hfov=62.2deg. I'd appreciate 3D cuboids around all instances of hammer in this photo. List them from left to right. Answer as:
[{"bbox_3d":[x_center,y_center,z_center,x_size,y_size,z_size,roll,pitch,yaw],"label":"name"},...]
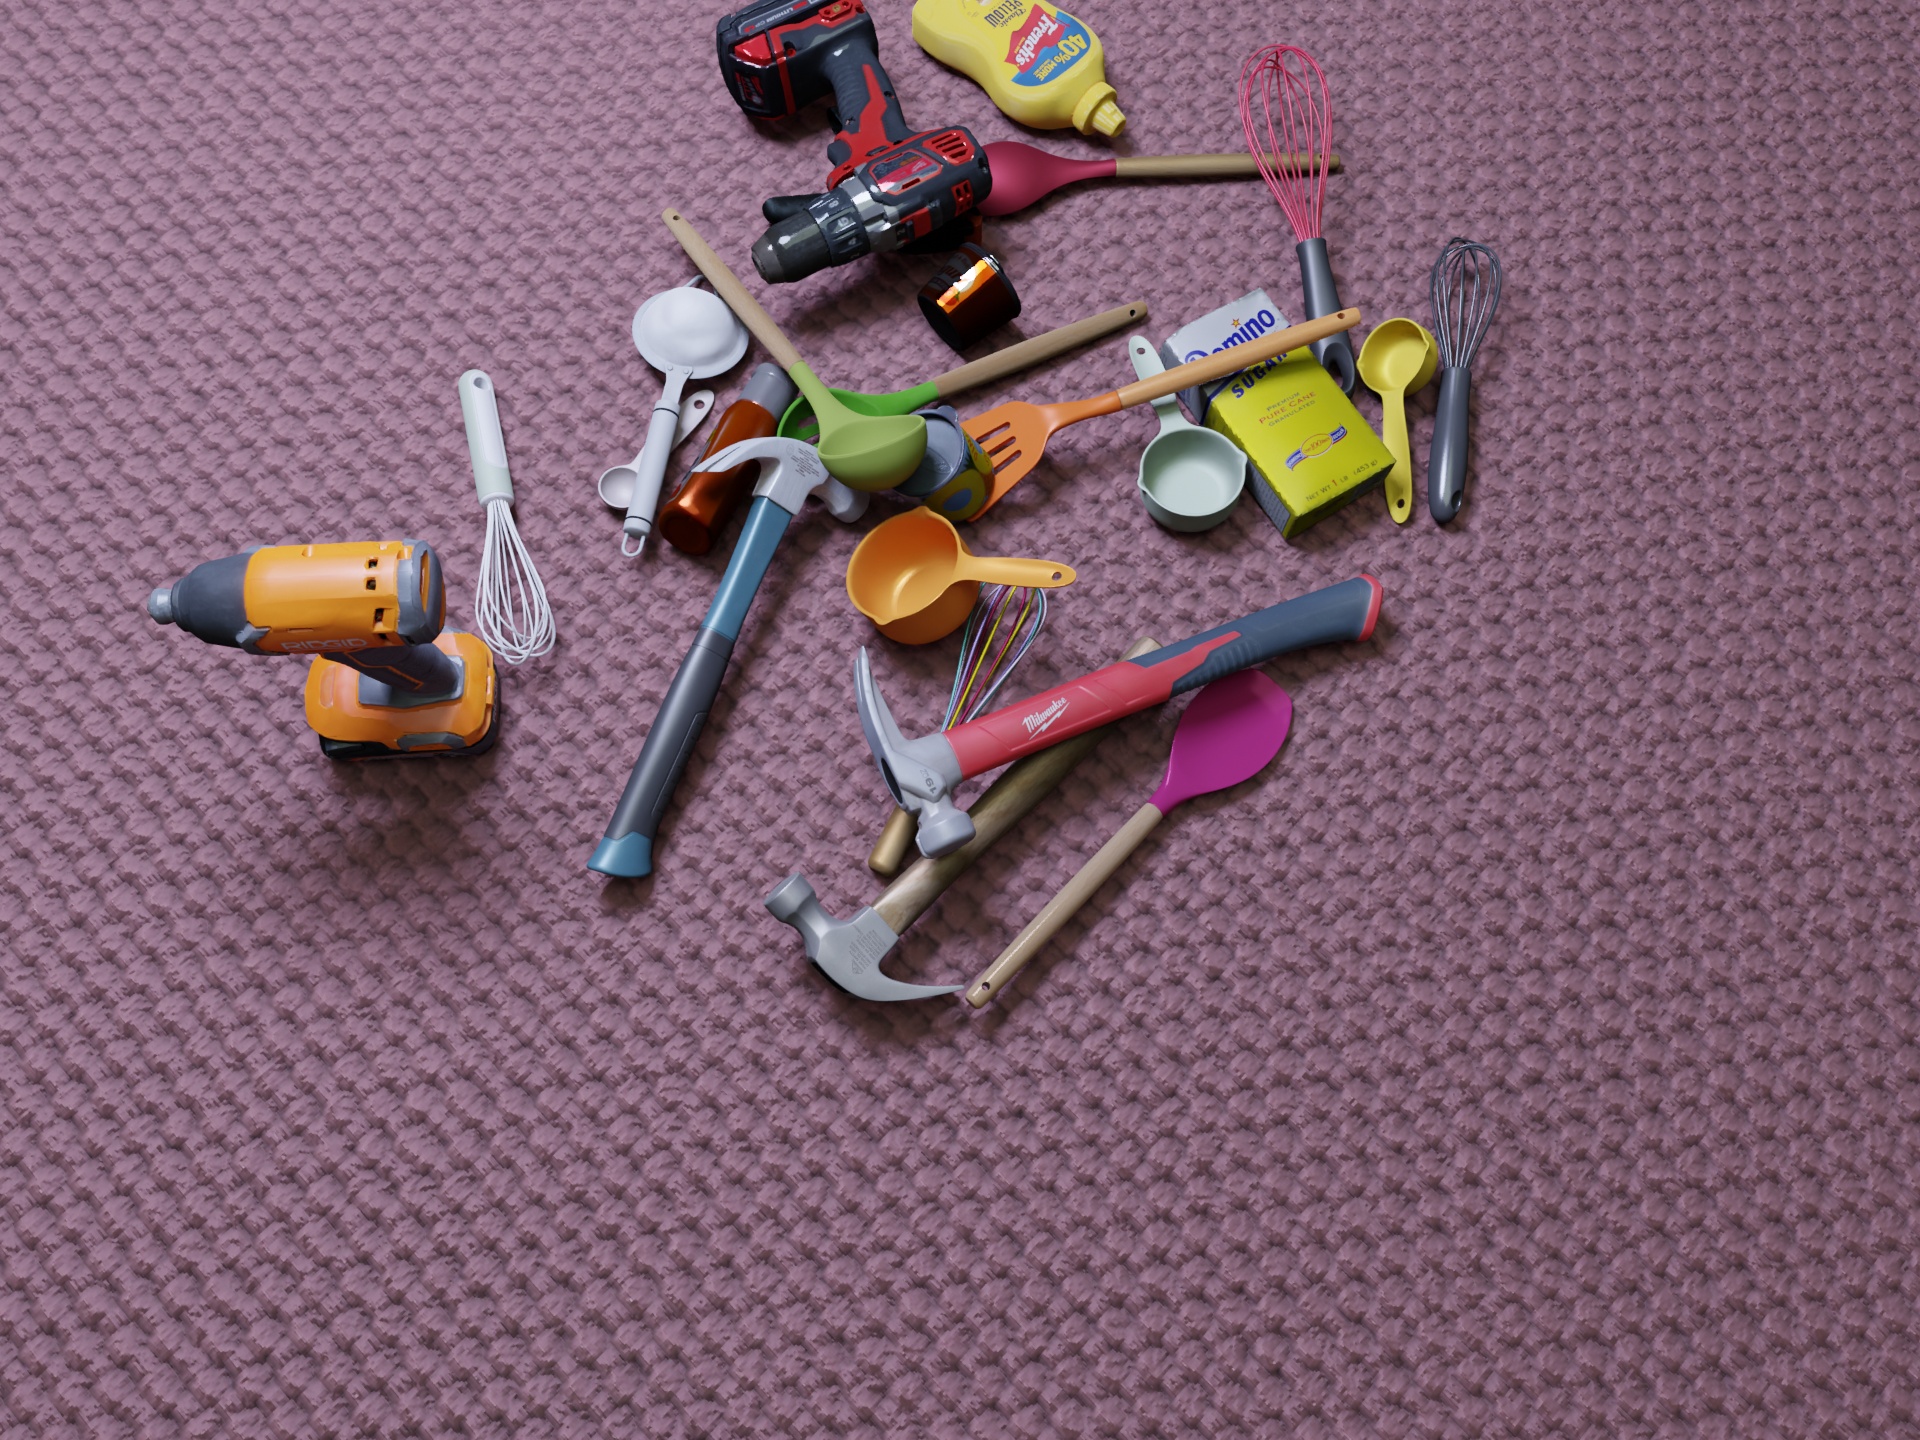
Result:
[{"bbox_3d":[-0.170,-0.045,1.089,0.033,0.128,0.331,9,72,46],"label":"hammer"},{"bbox_3d":[0.030,0.060,1.071,0.331,0.031,0.130,-43,97,-20],"label":"hammer"},{"bbox_3d":[0.119,-0.041,1.083,0.386,0.038,0.143,-21,78,-19],"label":"hammer"}]

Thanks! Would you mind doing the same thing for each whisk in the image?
[{"bbox_3d":[-0.330,-0.150,1.138,0.057,0.059,0.247,5,60,-41],"label":"whisk"},{"bbox_3d":[-0.003,-0.004,1.098,0.051,0.047,0.245,30,76,-11],"label":"whisk"},{"bbox_3d":[0.267,-0.385,1.225,0.073,0.073,0.296,-8,82,-5],"label":"whisk"},{"bbox_3d":[0.376,-0.259,1.204,0.055,0.055,0.239,10,75,1],"label":"whisk"}]

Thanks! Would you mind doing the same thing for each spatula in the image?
[{"bbox_3d":[0.138,-0.237,1.162,0.322,0.041,0.081,-20,66,-1],"label":"spatula"}]

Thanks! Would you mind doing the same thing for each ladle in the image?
[{"bbox_3d":[-0.131,-0.278,1.141,0.078,0.062,0.320,-28,64,-23],"label":"ladle"},{"bbox_3d":[0.149,-0.439,1.268,0.315,0.031,0.069,-4,71,-5],"label":"ladle"}]

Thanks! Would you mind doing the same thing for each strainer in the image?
[{"bbox_3d":[-0.211,-0.234,1.164,0.087,0.050,0.259,11,69,-5],"label":"strainer"}]

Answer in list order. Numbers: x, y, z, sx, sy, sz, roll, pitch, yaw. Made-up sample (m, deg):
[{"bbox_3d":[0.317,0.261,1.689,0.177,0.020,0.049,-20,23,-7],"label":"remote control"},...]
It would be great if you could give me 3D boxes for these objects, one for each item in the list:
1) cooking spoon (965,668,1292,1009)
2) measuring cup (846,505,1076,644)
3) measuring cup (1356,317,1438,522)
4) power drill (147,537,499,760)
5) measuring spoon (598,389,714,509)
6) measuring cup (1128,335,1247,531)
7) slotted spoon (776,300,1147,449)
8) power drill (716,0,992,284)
[{"bbox_3d":[0.115,0.078,1.080,0.069,0.017,0.319,44,71,7],"label":"cooking spoon"},{"bbox_3d":[0.007,-0.092,1.095,0.174,0.052,0.095,7,67,27],"label":"measuring cup"},{"bbox_3d":[0.333,-0.223,1.194,0.029,0.062,0.156,5,81,-43],"label":"measuring cup"},{"bbox_3d":[-0.390,-0.044,1.001,0.164,0.226,0.084,-3,71,-3],"label":"power drill"},{"bbox_3d":[-0.222,-0.200,1.178,0.034,0.018,0.124,34,66,5],"label":"measuring spoon"},{"bbox_3d":[0.156,-0.213,1.184,0.083,0.038,0.168,-15,65,-4],"label":"measuring cup"},{"bbox_3d":[0.004,-0.255,1.194,0.314,0.031,0.070,-25,107,-13],"label":"slotted spoon"},{"bbox_3d":[-0.105,-0.438,1.200,0.188,0.080,0.227,-28,69,-7],"label":"power drill"}]
